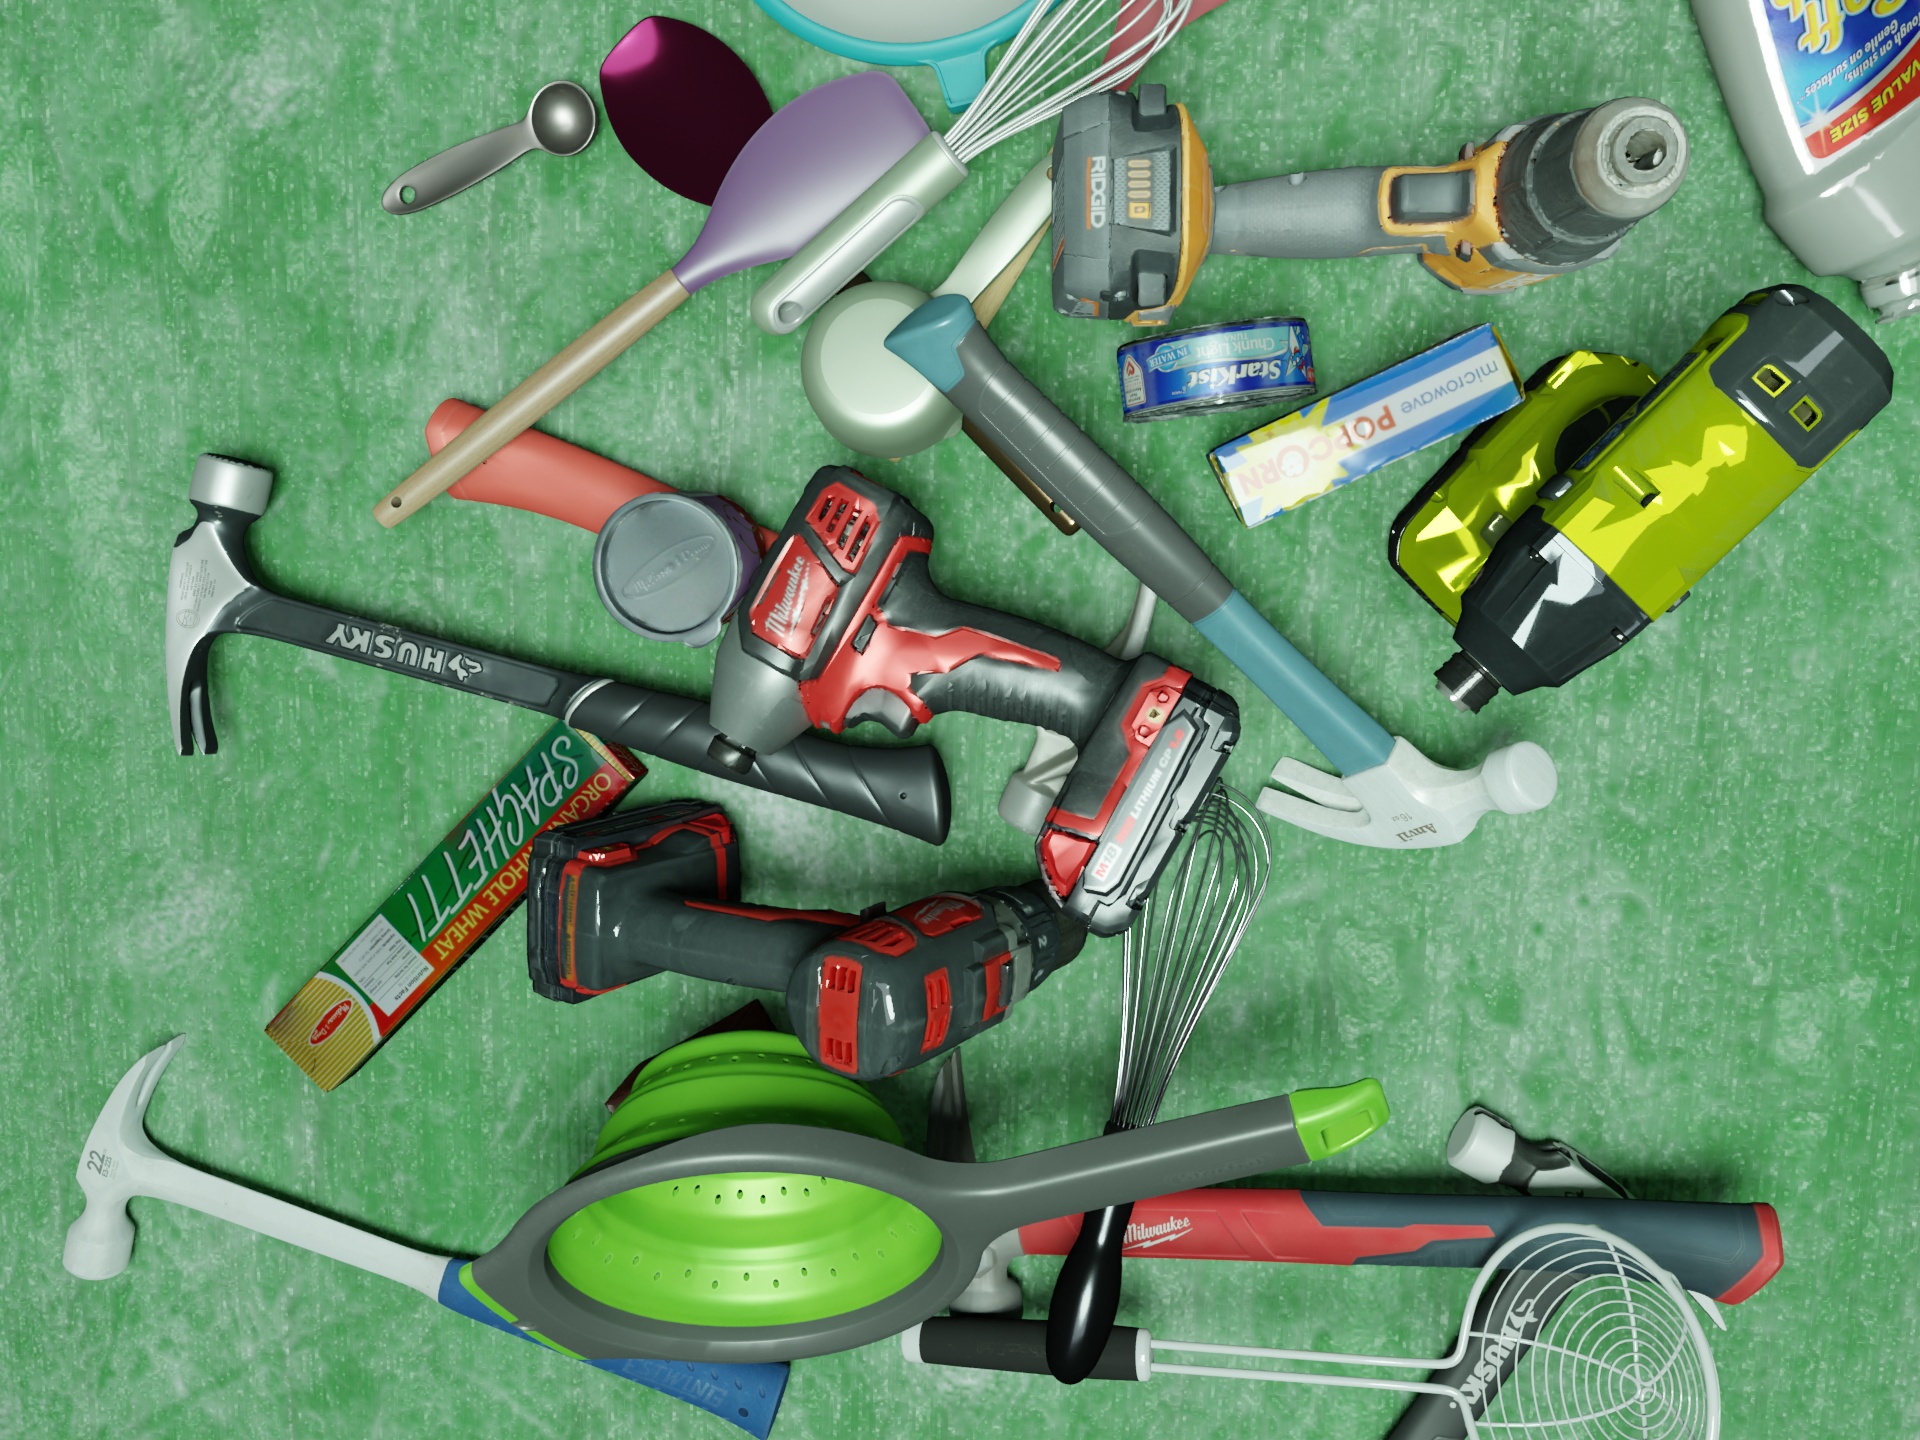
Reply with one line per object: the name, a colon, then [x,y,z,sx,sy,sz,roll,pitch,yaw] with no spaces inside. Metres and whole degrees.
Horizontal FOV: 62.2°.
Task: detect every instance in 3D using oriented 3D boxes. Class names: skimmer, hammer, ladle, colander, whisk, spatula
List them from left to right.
hammer: [-0.286,0.293,0.857,0.405,0.035,0.144,18,101,5]
hammer: [-0.199,-0.009,0.767,0.409,0.036,0.149,16,93,8]
spatula: [-0.151,-0.190,0.737,0.316,0.018,0.060,-37,89,8]
hammer: [-0.087,-0.081,0.767,0.359,0.037,0.149,24,102,3]
colander: [-0.019,0.182,0.698,0.397,0.095,0.204,-17,136,12]
whisk: [0.002,-0.252,0.693,0.246,0.057,0.059,-37,52,15]
ladle: [0.047,-0.255,0.726,0.069,0.031,0.315,35,104,9]
whisk: [0.085,0.163,0.733,0.070,0.070,0.284,15,86,6]
hammer: [0.100,-0.060,0.685,0.331,0.128,0.033,42,57,-11]
skimmer: [0.134,0.284,0.704,0.363,0.090,0.127,-4,68,20]
hammer: [0.172,0.225,0.751,0.386,0.038,0.143,-5,97,18]
hammer: [0.236,0.363,0.793,0.146,0.035,0.334,29,102,3]

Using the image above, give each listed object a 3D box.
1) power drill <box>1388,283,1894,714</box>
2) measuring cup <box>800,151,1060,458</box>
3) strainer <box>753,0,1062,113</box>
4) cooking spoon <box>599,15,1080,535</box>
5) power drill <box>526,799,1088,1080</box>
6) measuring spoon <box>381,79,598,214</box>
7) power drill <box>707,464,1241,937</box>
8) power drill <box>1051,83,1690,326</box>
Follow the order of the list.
power drill: [0.241,-0.081,0.623,0.080,0.223,0.171,44,102,0]
measuring cup: [-0.005,-0.191,0.703,0.083,0.038,0.167,41,95,5]
strainer: [-0.081,-0.434,0.679,0.340,0.095,0.211,33,102,1]
cooking spoon: [-0.053,-0.204,0.739,0.069,0.017,0.319,-43,85,9]
power drill: [-0.065,0.094,0.733,0.227,0.188,0.080,8,101,32]
measuring spoon: [-0.227,-0.273,0.771,0.124,0.018,0.034,-17,96,17]
power drill: [-0.001,-0.002,0.691,0.220,0.078,0.143,30,91,8]
power drill: [0.152,-0.204,0.625,0.226,0.185,0.084,-1,99,1]
